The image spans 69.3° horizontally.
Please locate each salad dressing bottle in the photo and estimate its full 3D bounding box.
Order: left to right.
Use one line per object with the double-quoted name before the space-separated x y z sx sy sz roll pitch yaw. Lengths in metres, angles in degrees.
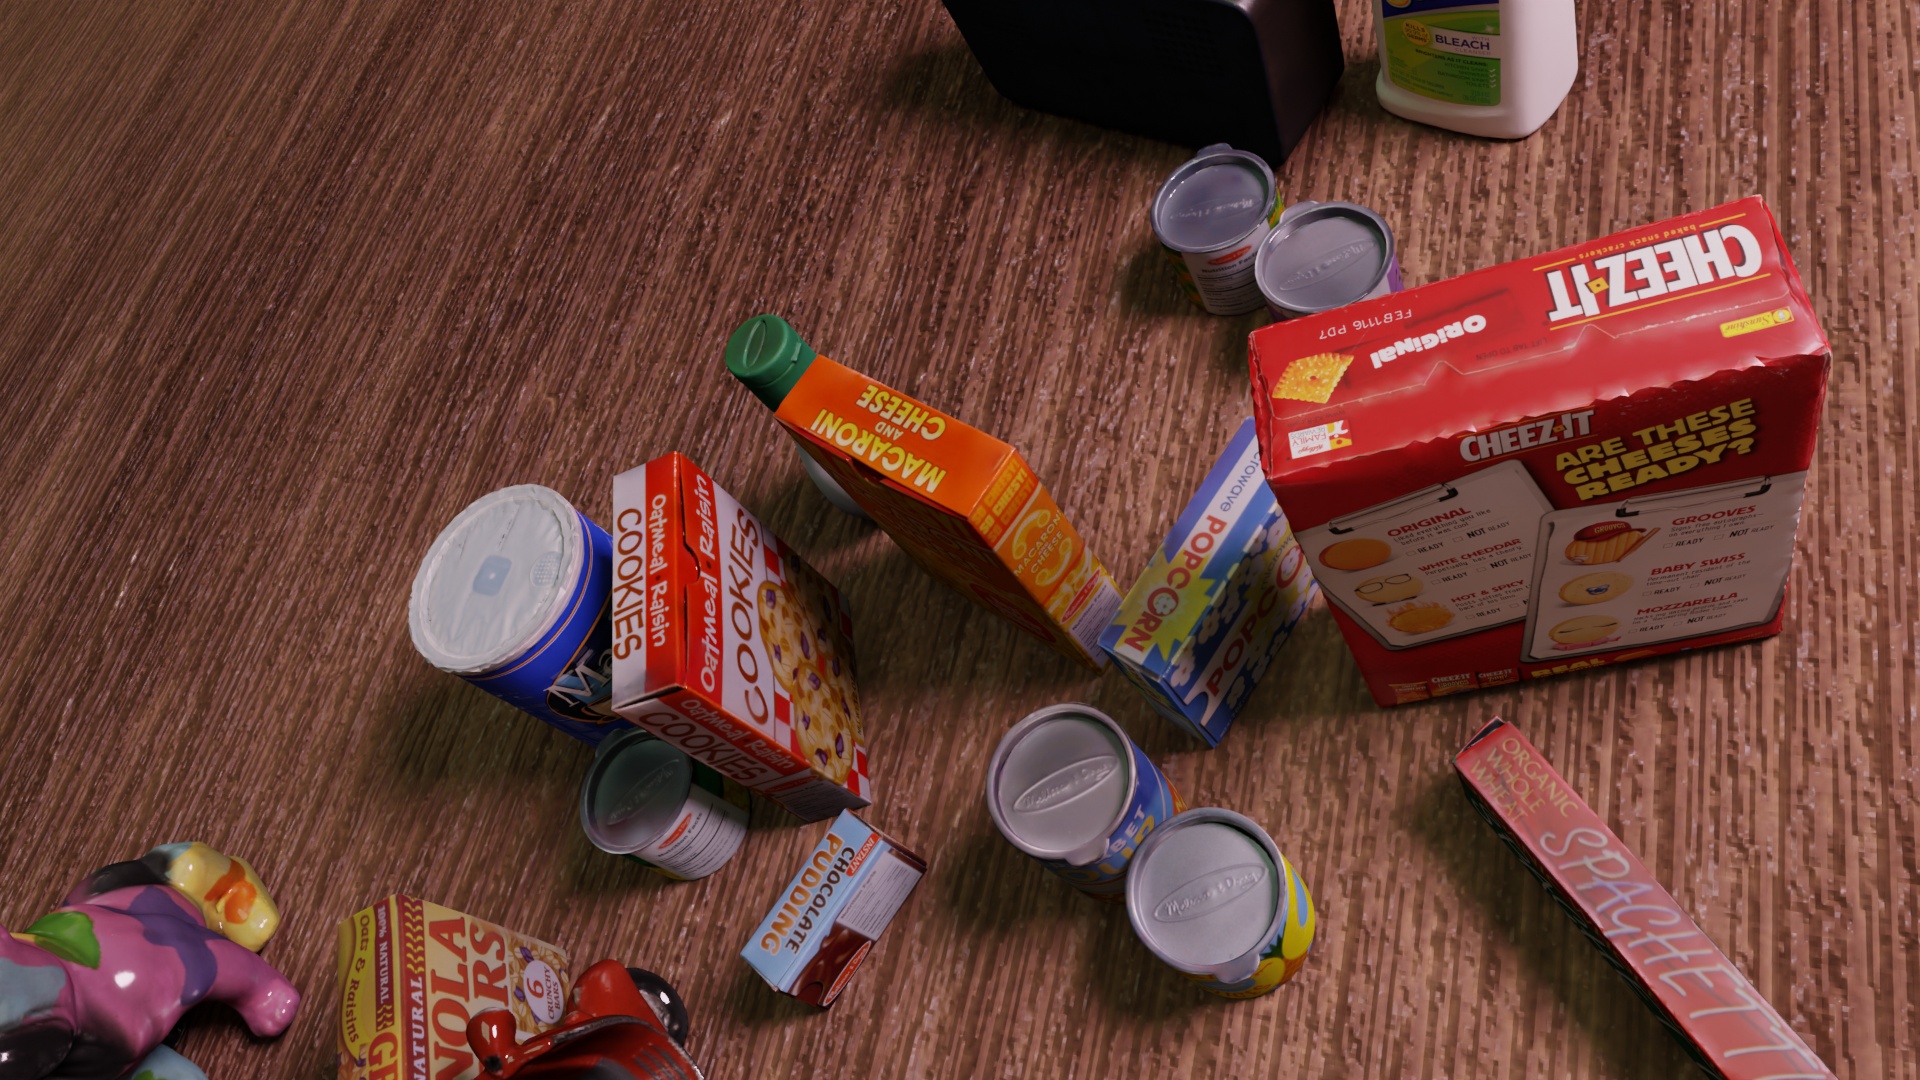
"salad dressing bottle" -0.068 -0.063 0.726 0.044 0.147 0.064 0 63 27

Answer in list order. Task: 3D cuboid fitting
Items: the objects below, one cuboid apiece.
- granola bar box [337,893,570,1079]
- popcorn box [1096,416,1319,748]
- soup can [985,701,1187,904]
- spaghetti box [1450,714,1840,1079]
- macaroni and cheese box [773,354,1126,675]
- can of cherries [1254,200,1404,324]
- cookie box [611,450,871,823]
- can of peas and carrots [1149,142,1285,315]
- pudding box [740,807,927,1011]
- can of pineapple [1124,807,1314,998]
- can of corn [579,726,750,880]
"granola bar box" -0.226 0.258 0.638 0.039 0.124 0.166 -27 54 12
"popcorn box" 0.122 0.019 0.622 0.038 0.085 0.127 28 78 36
"soup can" 0.058 0.118 0.599 0.071 0.083 0.071 -12 58 21
"spaghetti box" 0.265 0.167 0.486 0.028 0.050 0.251 -37 53 4
"macaroni and cheese box" 0.002 -0.008 0.647 0.124 0.166 0.040 29 79 36
"can of cherries" 0.185 -0.126 0.690 0.071 0.058 0.072 -12 58 21
"cookie box" -0.102 0.050 0.666 0.040 0.167 0.123 -20 56 16
"can of peas and carrots" 0.140 -0.164 0.734 0.071 0.058 0.071 -12 58 21
"pudding box" -0.058 0.173 0.648 0.030 0.049 0.084 29 78 36
"can of pineapple" 0.108 0.152 0.571 0.071 0.057 0.071 -12 58 21
"can of corn" -0.151 0.134 0.712 0.071 0.058 0.071 -12 58 21
